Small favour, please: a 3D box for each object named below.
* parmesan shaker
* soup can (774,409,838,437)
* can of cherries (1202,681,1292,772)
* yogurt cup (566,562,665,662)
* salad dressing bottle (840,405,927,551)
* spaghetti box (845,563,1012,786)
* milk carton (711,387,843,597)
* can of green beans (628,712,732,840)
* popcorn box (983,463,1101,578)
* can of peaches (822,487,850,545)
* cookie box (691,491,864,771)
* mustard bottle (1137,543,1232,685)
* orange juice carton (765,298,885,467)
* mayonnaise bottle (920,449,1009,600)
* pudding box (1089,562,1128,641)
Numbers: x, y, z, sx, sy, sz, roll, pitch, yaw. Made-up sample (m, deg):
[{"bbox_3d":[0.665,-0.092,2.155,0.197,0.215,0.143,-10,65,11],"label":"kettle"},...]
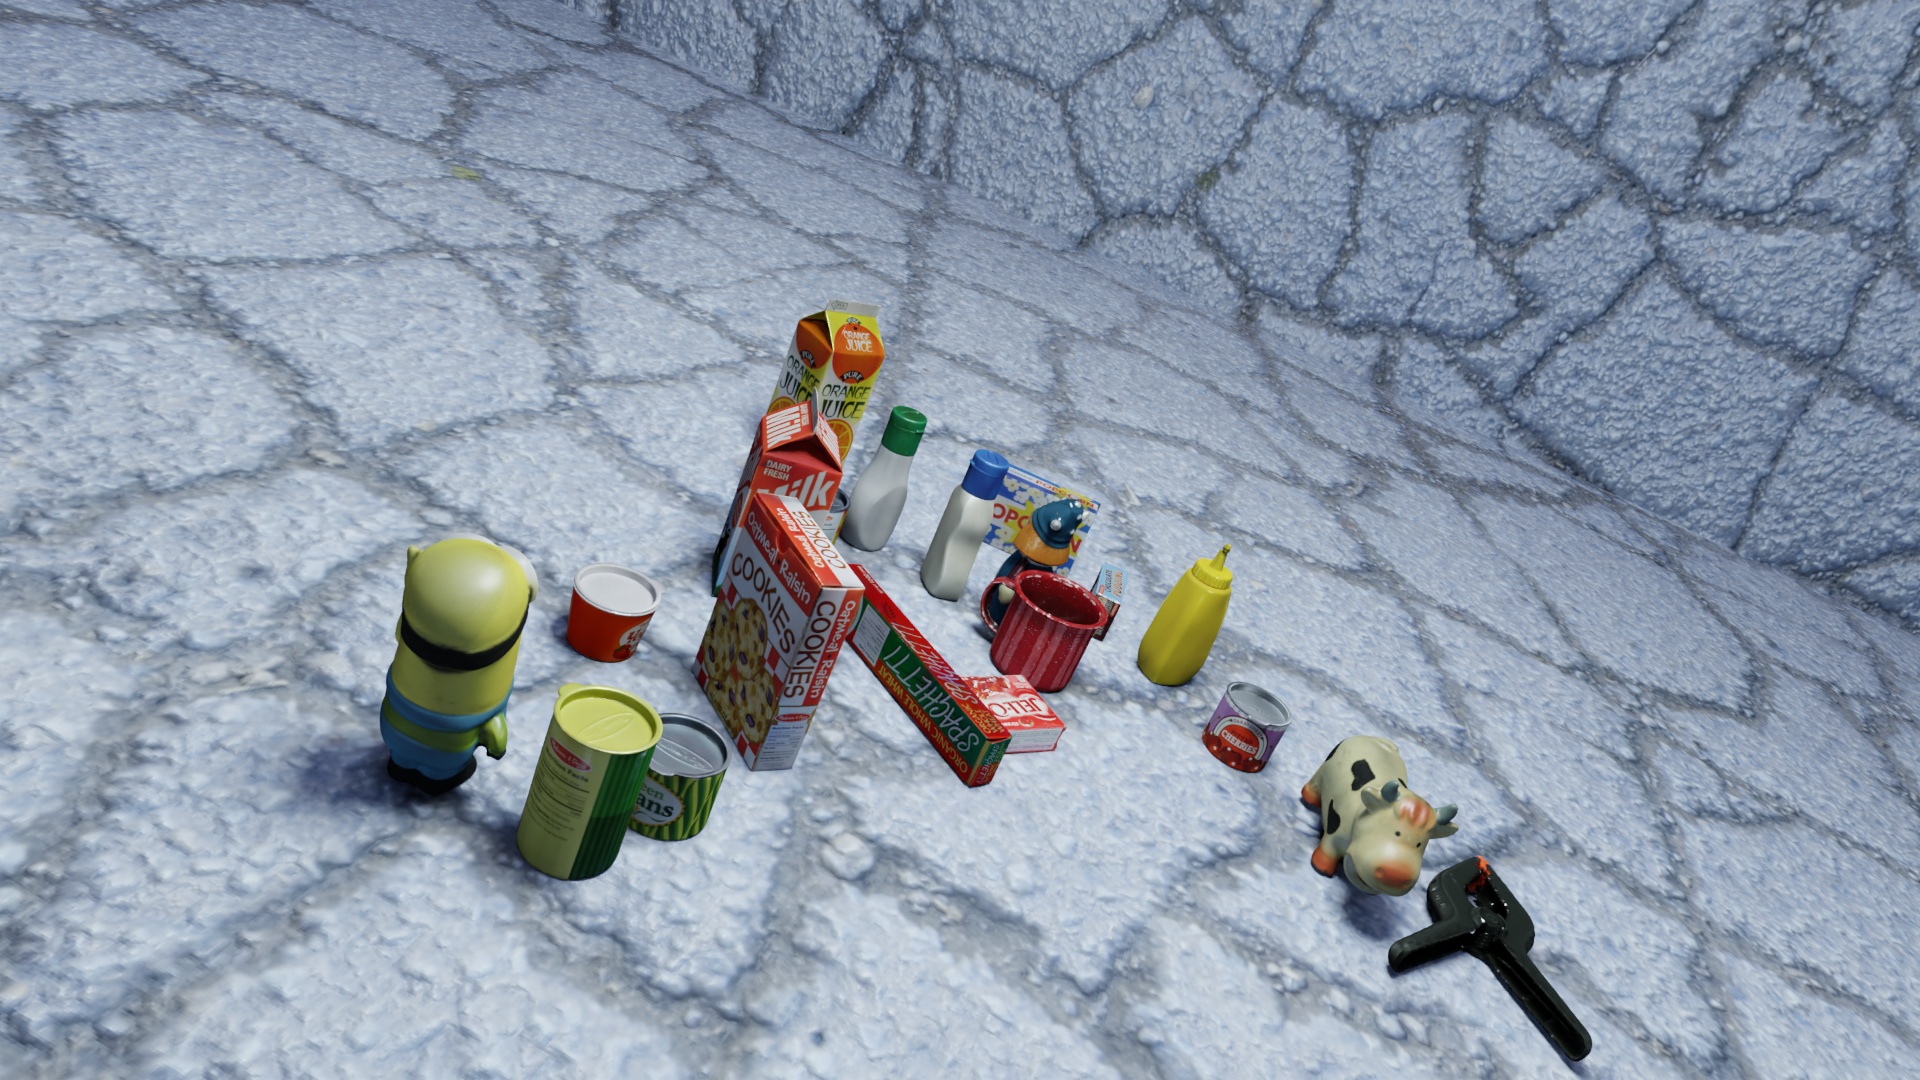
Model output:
[{"bbox_3d":[-0.234,0.149,0.865,0.071,0.102,0.071,19,24,-9],"label":"parmesan shaker"},{"bbox_3d":[-0.170,-0.079,1.405,0.071,0.083,0.071,19,24,-9],"label":"soup can"},{"bbox_3d":[0.267,0.176,1.302,0.071,0.058,0.072,19,25,-9],"label":"can of cherries"},{"bbox_3d":[-0.272,0.057,1.077,0.072,0.053,0.073,19,25,-9],"label":"yogurt cup"},{"bbox_3d":[-0.074,-0.062,1.377,0.044,0.147,0.064,38,28,29],"label":"salad dressing bottle"},{"bbox_3d":[-0.043,0.109,1.177,0.029,0.050,0.251,1,33,-41],"label":"spaghetti box"},{"bbox_3d":[-0.154,-0.038,1.207,0.073,0.189,0.072,15,25,-17],"label":"milk carton"},{"bbox_3d":[-0.194,0.159,0.934,0.071,0.057,0.071,19,25,-9],"label":"can of green beans"},{"bbox_3d":[0.077,-0.025,1.509,0.127,0.085,0.038,24,24,1],"label":"popcorn box"},{"bbox_3d":[-0.147,-0.023,1.344,0.071,0.057,0.071,19,25,-9],"label":"can of peaches"},{"bbox_3d":[-0.140,0.067,1.035,0.040,0.166,0.123,4,31,-37],"label":"cookie box"},{"bbox_3d":[0.230,0.068,1.365,0.065,0.159,0.049,5,30,-35],"label":"mustard bottle"},{"bbox_3d":[-0.143,-0.167,1.477,0.072,0.191,0.073,-1,34,-43],"label":"orange juice carton"},{"bbox_3d":[0.005,-0.017,1.355,0.041,0.147,0.065,14,26,-21],"label":"mayonnaise bottle"},{"bbox_3d":[0.148,0.062,1.438,0.030,0.049,0.084,24,24,2],"label":"pudding box"}]
